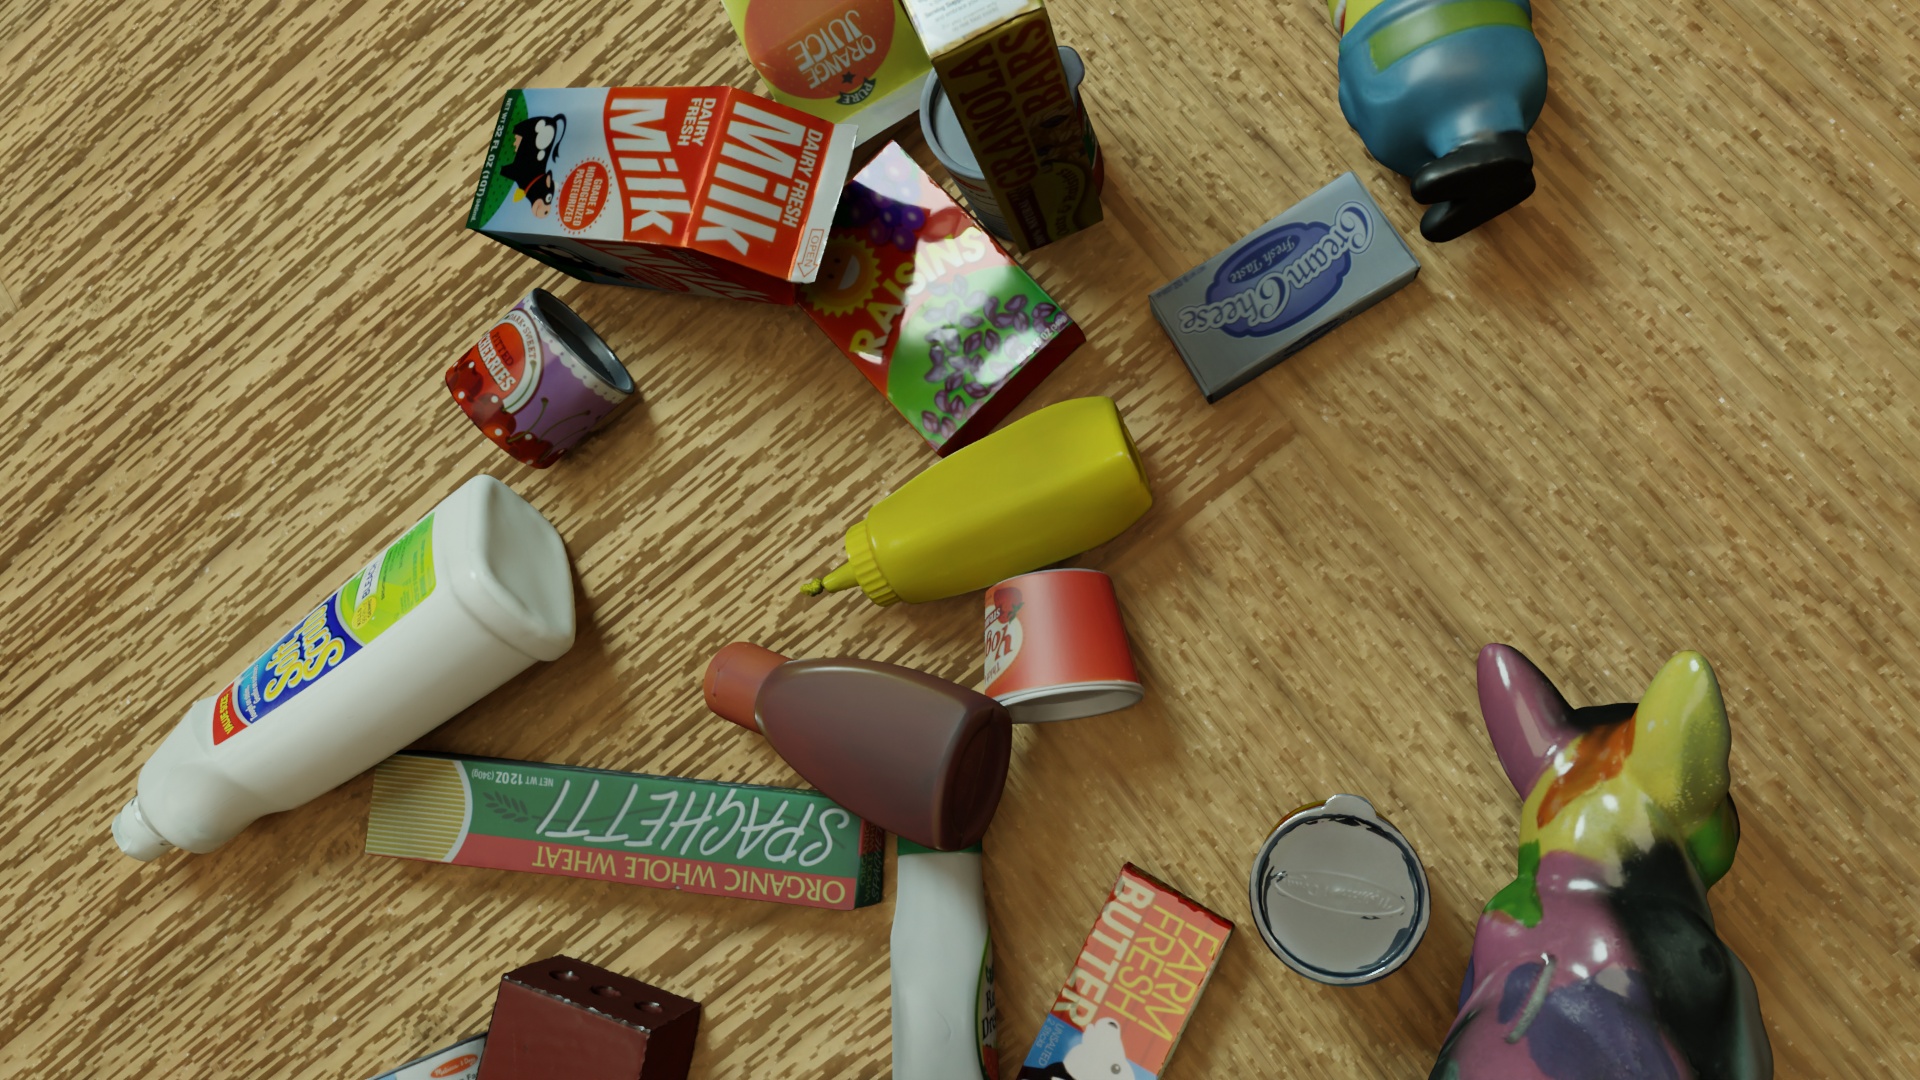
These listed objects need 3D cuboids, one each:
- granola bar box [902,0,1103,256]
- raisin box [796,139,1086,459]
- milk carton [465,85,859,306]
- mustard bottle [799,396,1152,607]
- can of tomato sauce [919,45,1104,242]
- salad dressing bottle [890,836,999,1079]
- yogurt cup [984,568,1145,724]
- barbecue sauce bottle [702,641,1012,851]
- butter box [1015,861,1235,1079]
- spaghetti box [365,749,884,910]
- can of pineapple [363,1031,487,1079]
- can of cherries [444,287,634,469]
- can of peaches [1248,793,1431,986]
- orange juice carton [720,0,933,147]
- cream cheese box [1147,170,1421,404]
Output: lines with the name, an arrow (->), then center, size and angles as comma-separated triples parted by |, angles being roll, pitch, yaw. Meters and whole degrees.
granola bar box -> 0.003, -0.187, 0.485 | 0.039, 0.165, 0.124 | -24, 78, 8
raisin box -> -0.016, -0.108, 0.632 | 0.086, 0.040, 0.123 | -44, 76, 6
milk carton -> -0.126, -0.153, 0.618 | 0.190, 0.073, 0.072 | 12, 85, 35
mustard bottle -> 0.002, -0.008, 0.603 | 0.160, 0.048, 0.065 | -23, 35, 14
can of tomato sauce -> 0.027, -0.175, 0.608 | 0.071, 0.083, 0.071 | -2, 82, 14
salad dressing bottle -> -0.007, 0.169, 0.583 | 0.044, 0.064, 0.148 | -3, 74, 5
yogurt cup -> 0.040, 0.045, 0.585 | 0.072, 0.072, 0.054 | -11, 72, 13
barbecue sauce bottle -> -0.049, 0.078, 0.587 | 0.148, 0.044, 0.065 | 15, 93, 39
butter box -> 0.069, 0.192, 0.577 | 0.053, 0.024, 0.103 | 26, 90, 15
spaghetti box -> -0.157, 0.131, 0.640 | 0.250, 0.028, 0.050 | 3, 84, 15
can of pineapple -> -0.238, 0.261, 0.623 | 0.071, 0.071, 0.058 | -24, 78, 10
can of cherries -> -0.200, -0.077, 0.657 | 0.058, 0.071, 0.071 | -40, 75, 7
can of peaches -> 0.149, 0.134, 0.548 | 0.071, 0.058, 0.071 | -2, 82, 14
orange juice carton -> -0.076, -0.270, 0.652 | 0.072, 0.073, 0.193 | -27, 77, 9
cream cheese box -> 0.139, -0.109, 0.601 | 0.104, 0.024, 0.053 | -31, 77, 8
